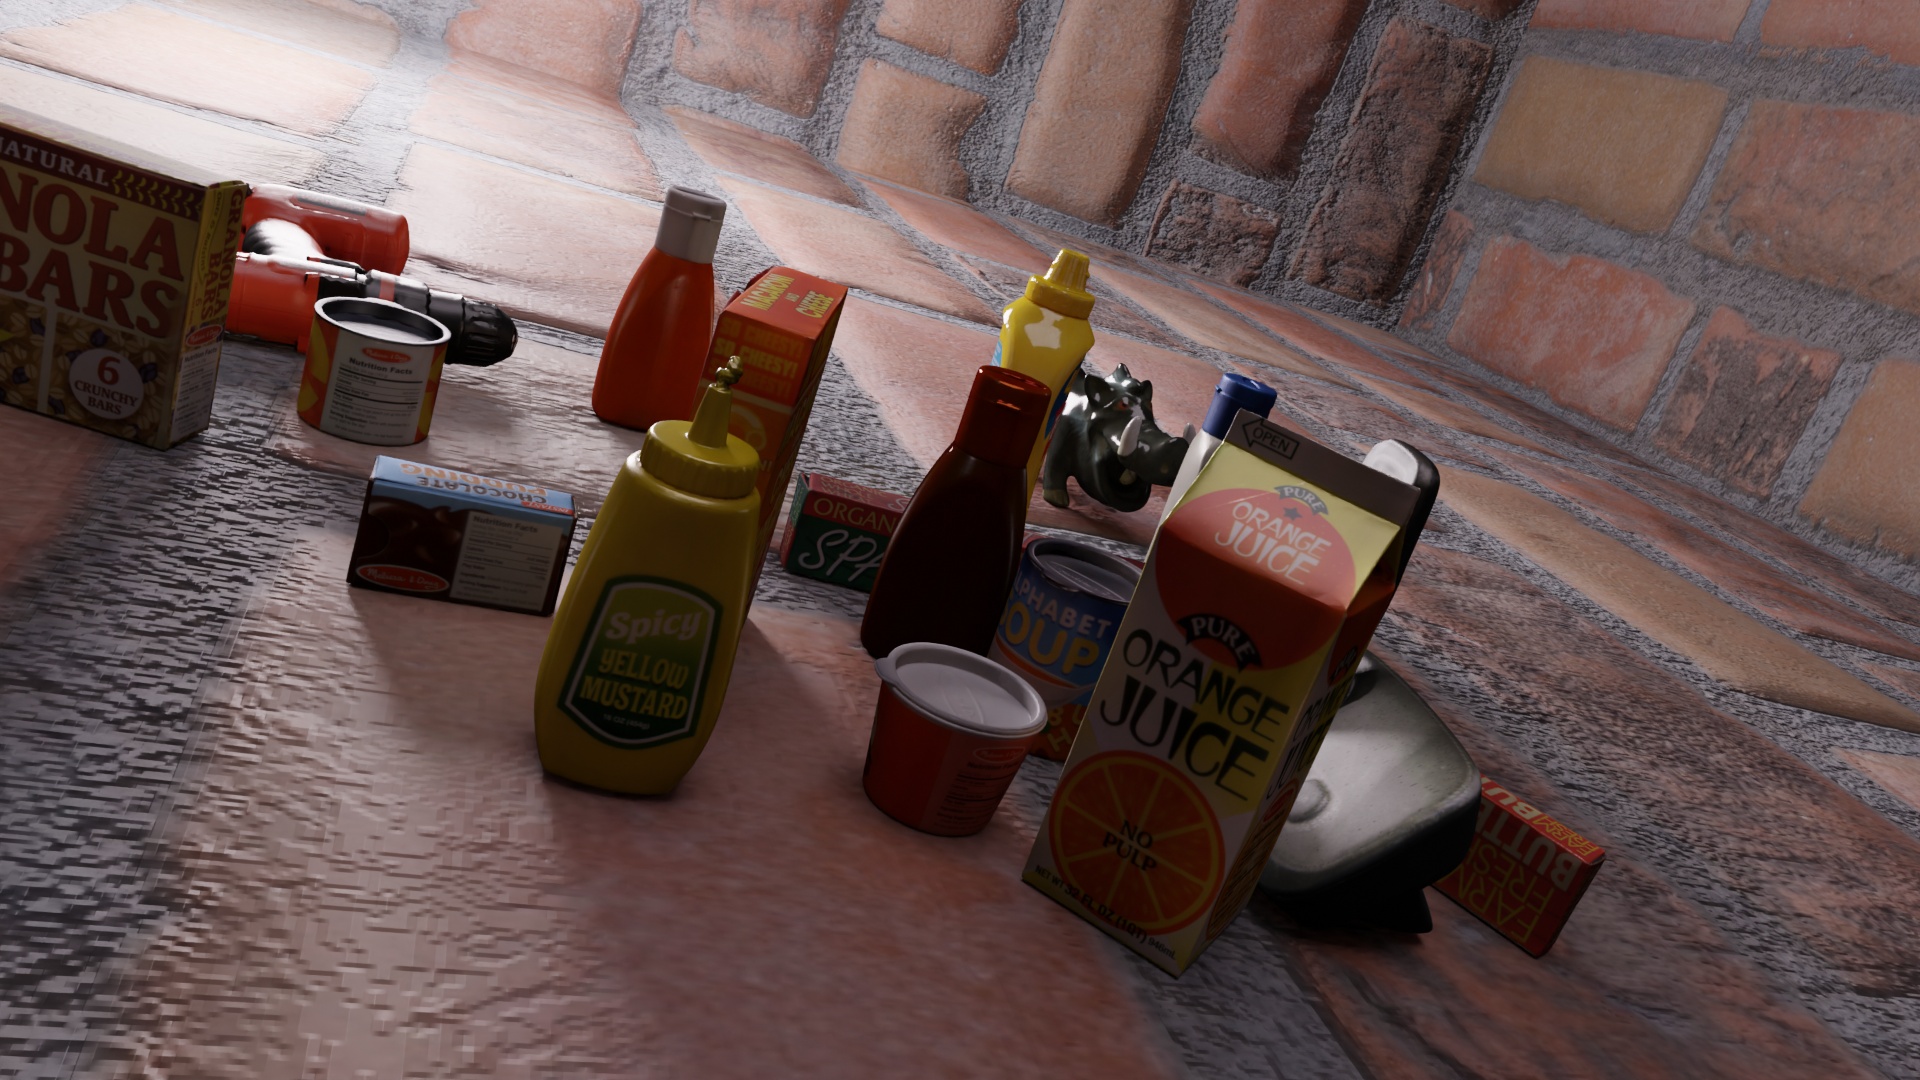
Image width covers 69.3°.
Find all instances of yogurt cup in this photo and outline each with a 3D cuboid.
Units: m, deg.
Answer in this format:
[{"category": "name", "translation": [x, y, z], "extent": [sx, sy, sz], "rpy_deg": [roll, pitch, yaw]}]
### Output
[{"category": "yogurt cup", "translation": [-0.005, 0.080, 0.552], "extent": [0.072, 0.053, 0.072], "rpy_deg": [17, 18, -6]}]

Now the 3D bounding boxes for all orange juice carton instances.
[{"category": "orange juice carton", "translation": [0.098, 0.053, 0.513], "extent": [0.072, 0.192, 0.073], "rpy_deg": [28, 20, 24]}]

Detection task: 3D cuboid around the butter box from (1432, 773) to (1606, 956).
[{"category": "butter box", "translation": [0.233, 0.136, 0.632], "extent": [0.024, 0.053, 0.104], "rpy_deg": [0, 26, -46]}]

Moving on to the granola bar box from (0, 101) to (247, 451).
[{"category": "granola bar box", "translation": [-0.415, -0.124, 0.613], "extent": [0.166, 0.123, 0.039], "rpy_deg": [17, 18, -6]}]

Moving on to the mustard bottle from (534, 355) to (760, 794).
[{"category": "mustard bottle", "translation": [-0.103, 0.011, 0.483], "extent": [0.065, 0.159, 0.049], "rpy_deg": [14, 19, -17]}]

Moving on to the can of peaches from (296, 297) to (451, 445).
[{"category": "can of peaches", "translation": [-0.306, -0.089, 0.725], "extent": [0.071, 0.058, 0.071], "rpy_deg": [17, 18, -6]}]

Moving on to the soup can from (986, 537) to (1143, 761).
[{"category": "soup can", "translation": [0.046, 0.050, 0.641], "extent": [0.071, 0.083, 0.071], "rpy_deg": [18, 18, -6]}]

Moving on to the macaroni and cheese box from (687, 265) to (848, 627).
[{"category": "macaroni and cheese box", "translation": [-0.095, -0.024, 0.580], "extent": [0.040, 0.165, 0.124], "rpy_deg": [18, 18, -5]}]

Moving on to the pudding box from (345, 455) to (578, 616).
[{"category": "pudding box", "translation": [-0.209, -0.002, 0.586], "extent": [0.084, 0.049, 0.030], "rpy_deg": [11, 20, -23]}]

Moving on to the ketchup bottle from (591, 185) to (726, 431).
[{"category": "ketchup bottle", "translation": [-0.180, -0.142, 0.857], "extent": [0.065, 0.148, 0.044], "rpy_deg": [9, 21, -30]}]

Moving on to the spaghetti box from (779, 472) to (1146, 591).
[{"category": "spaghetti box", "translation": [0.027, 0.020, 0.761], "extent": [0.250, 0.050, 0.029], "rpy_deg": [15, 18, -13]}]

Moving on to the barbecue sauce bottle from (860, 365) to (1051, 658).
[{"category": "barbecue sauce bottle", "translation": [0.002, -0.008, 0.661], "extent": [0.065, 0.148, 0.044], "rpy_deg": [19, 18, -2]}]

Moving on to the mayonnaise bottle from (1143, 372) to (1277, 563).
[{"category": "mayonnaise bottle", "translation": [0.157, -0.032, 0.883], "extent": [0.041, 0.147, 0.065], "rpy_deg": [18, 18, -5]}]
